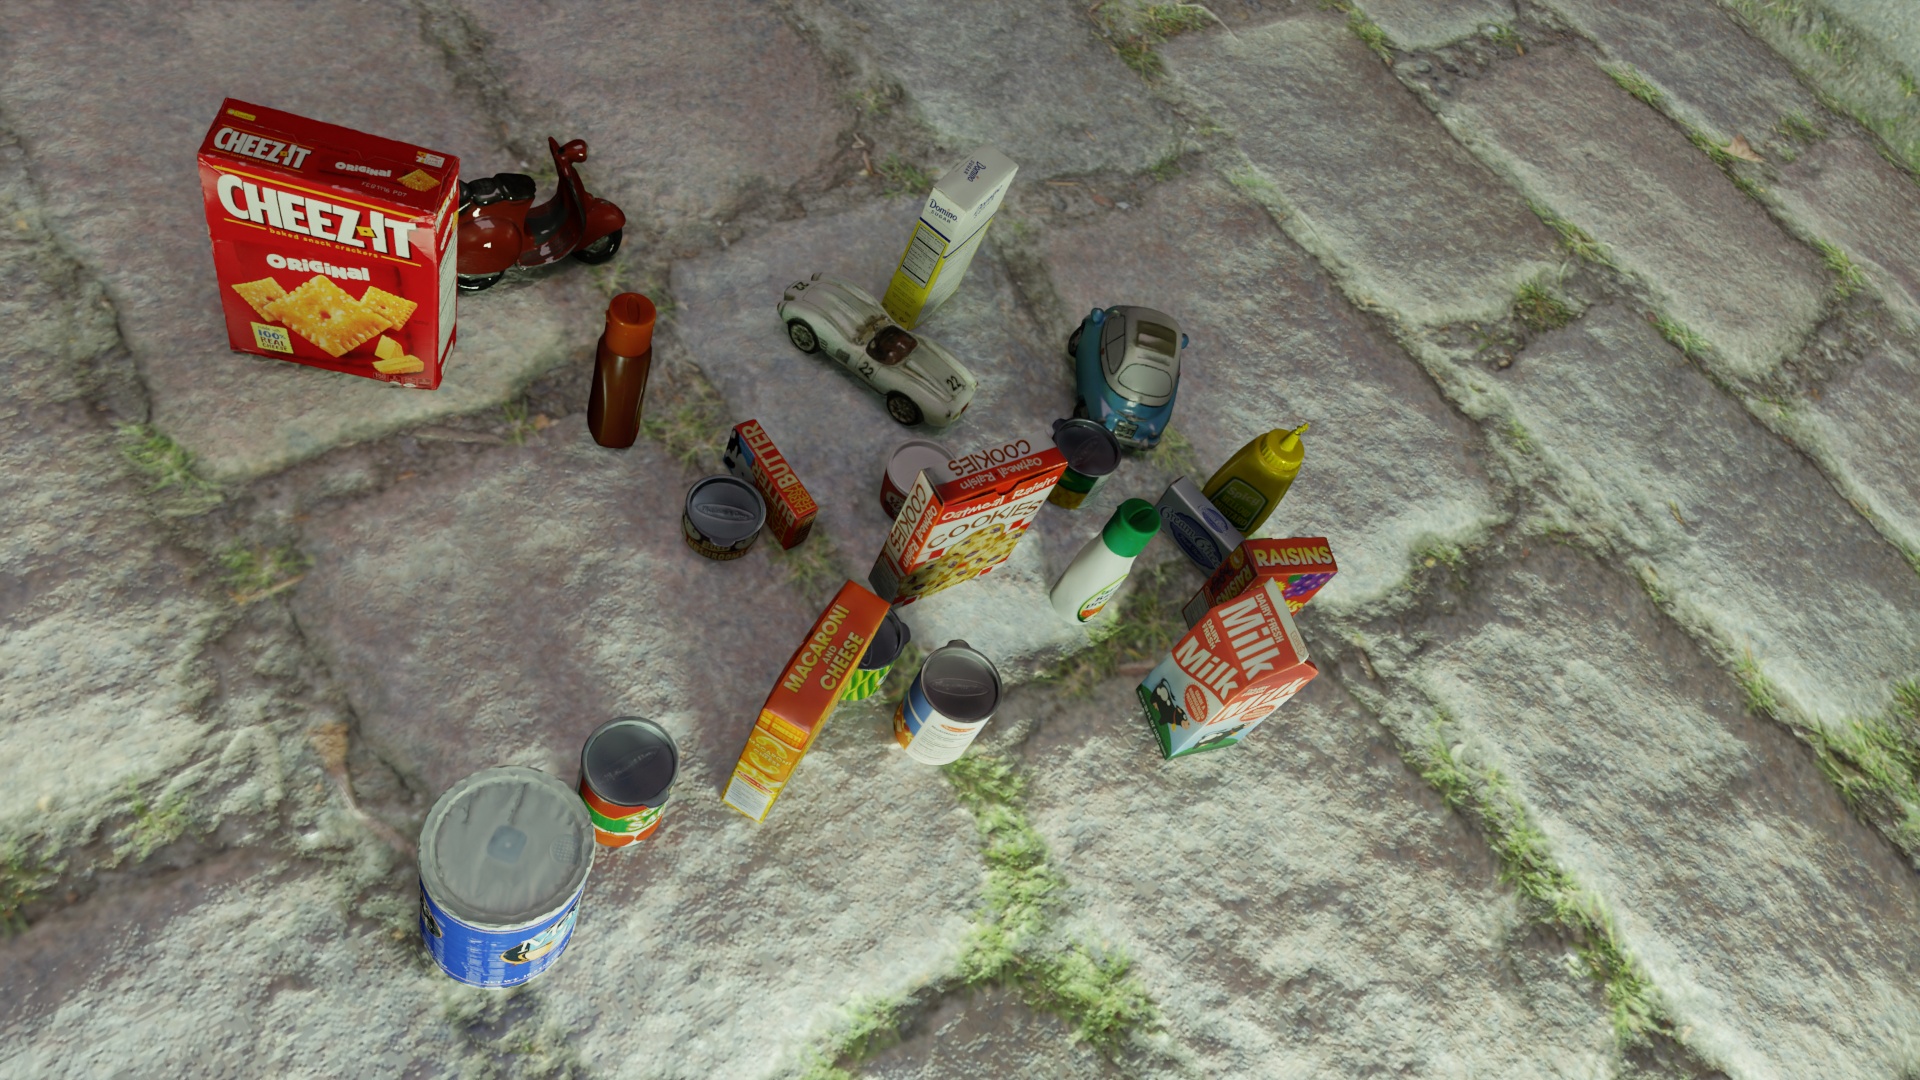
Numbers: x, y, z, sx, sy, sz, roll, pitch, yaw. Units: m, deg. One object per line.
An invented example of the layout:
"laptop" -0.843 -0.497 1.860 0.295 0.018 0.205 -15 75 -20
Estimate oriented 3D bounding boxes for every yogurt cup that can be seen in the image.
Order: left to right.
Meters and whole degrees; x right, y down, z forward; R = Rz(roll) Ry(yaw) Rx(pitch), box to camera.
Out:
"yogurt cup" -0.038 -0.048 1.217 0.072 0.053 0.073 10 55 -14

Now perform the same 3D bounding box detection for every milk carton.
"milk carton" 0.222 0.105 1.128 0.073 0.189 0.072 -8 61 -25

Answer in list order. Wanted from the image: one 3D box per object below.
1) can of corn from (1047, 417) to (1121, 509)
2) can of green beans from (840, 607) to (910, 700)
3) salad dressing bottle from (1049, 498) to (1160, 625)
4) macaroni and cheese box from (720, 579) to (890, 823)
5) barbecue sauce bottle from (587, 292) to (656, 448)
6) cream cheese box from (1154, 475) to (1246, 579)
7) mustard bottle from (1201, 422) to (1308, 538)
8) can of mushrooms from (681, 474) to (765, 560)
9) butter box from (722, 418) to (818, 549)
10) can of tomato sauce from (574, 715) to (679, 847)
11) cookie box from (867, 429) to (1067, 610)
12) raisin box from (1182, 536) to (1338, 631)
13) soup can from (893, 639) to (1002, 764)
"can of corn" 0.105 -0.072 1.285 0.071 0.058 0.071 10 55 -14
"can of green beans" -0.084 0.087 1.108 0.071 0.057 0.071 10 55 -14
"salad dressing bottle" 0.122 0.018 1.175 0.064 0.147 0.044 -29 72 -33
"macaroni and cheese box" -0.115 0.119 1.007 0.040 0.165 0.124 31 53 1
"barbecue sauce bottle" -0.275 -0.140 1.130 0.044 0.147 0.065 0 58 -21
"cream cheese box" 0.225 -0.006 1.288 0.024 0.053 0.104 -32 73 -34
"mustard bottle" 0.274 -0.060 1.276 0.065 0.159 0.049 35 53 4
"can of mushrooms" -0.197 -0.017 1.150 0.071 0.033 0.071 10 55 -14
"butter box" -0.160 -0.047 1.171 0.024 0.052 0.103 -26 70 -32
"can of tomato sauce" -0.235 0.173 0.979 0.071 0.082 0.071 10 55 -14
"cookie box" 0.004 -0.014 1.140 0.123 0.166 0.040 -21 67 -30
"raisin box" 0.263 0.044 1.226 0.086 0.122 0.040 -2 59 -22
"soup can" -0.011 0.128 1.092 0.071 0.083 0.072 10 55 -14
